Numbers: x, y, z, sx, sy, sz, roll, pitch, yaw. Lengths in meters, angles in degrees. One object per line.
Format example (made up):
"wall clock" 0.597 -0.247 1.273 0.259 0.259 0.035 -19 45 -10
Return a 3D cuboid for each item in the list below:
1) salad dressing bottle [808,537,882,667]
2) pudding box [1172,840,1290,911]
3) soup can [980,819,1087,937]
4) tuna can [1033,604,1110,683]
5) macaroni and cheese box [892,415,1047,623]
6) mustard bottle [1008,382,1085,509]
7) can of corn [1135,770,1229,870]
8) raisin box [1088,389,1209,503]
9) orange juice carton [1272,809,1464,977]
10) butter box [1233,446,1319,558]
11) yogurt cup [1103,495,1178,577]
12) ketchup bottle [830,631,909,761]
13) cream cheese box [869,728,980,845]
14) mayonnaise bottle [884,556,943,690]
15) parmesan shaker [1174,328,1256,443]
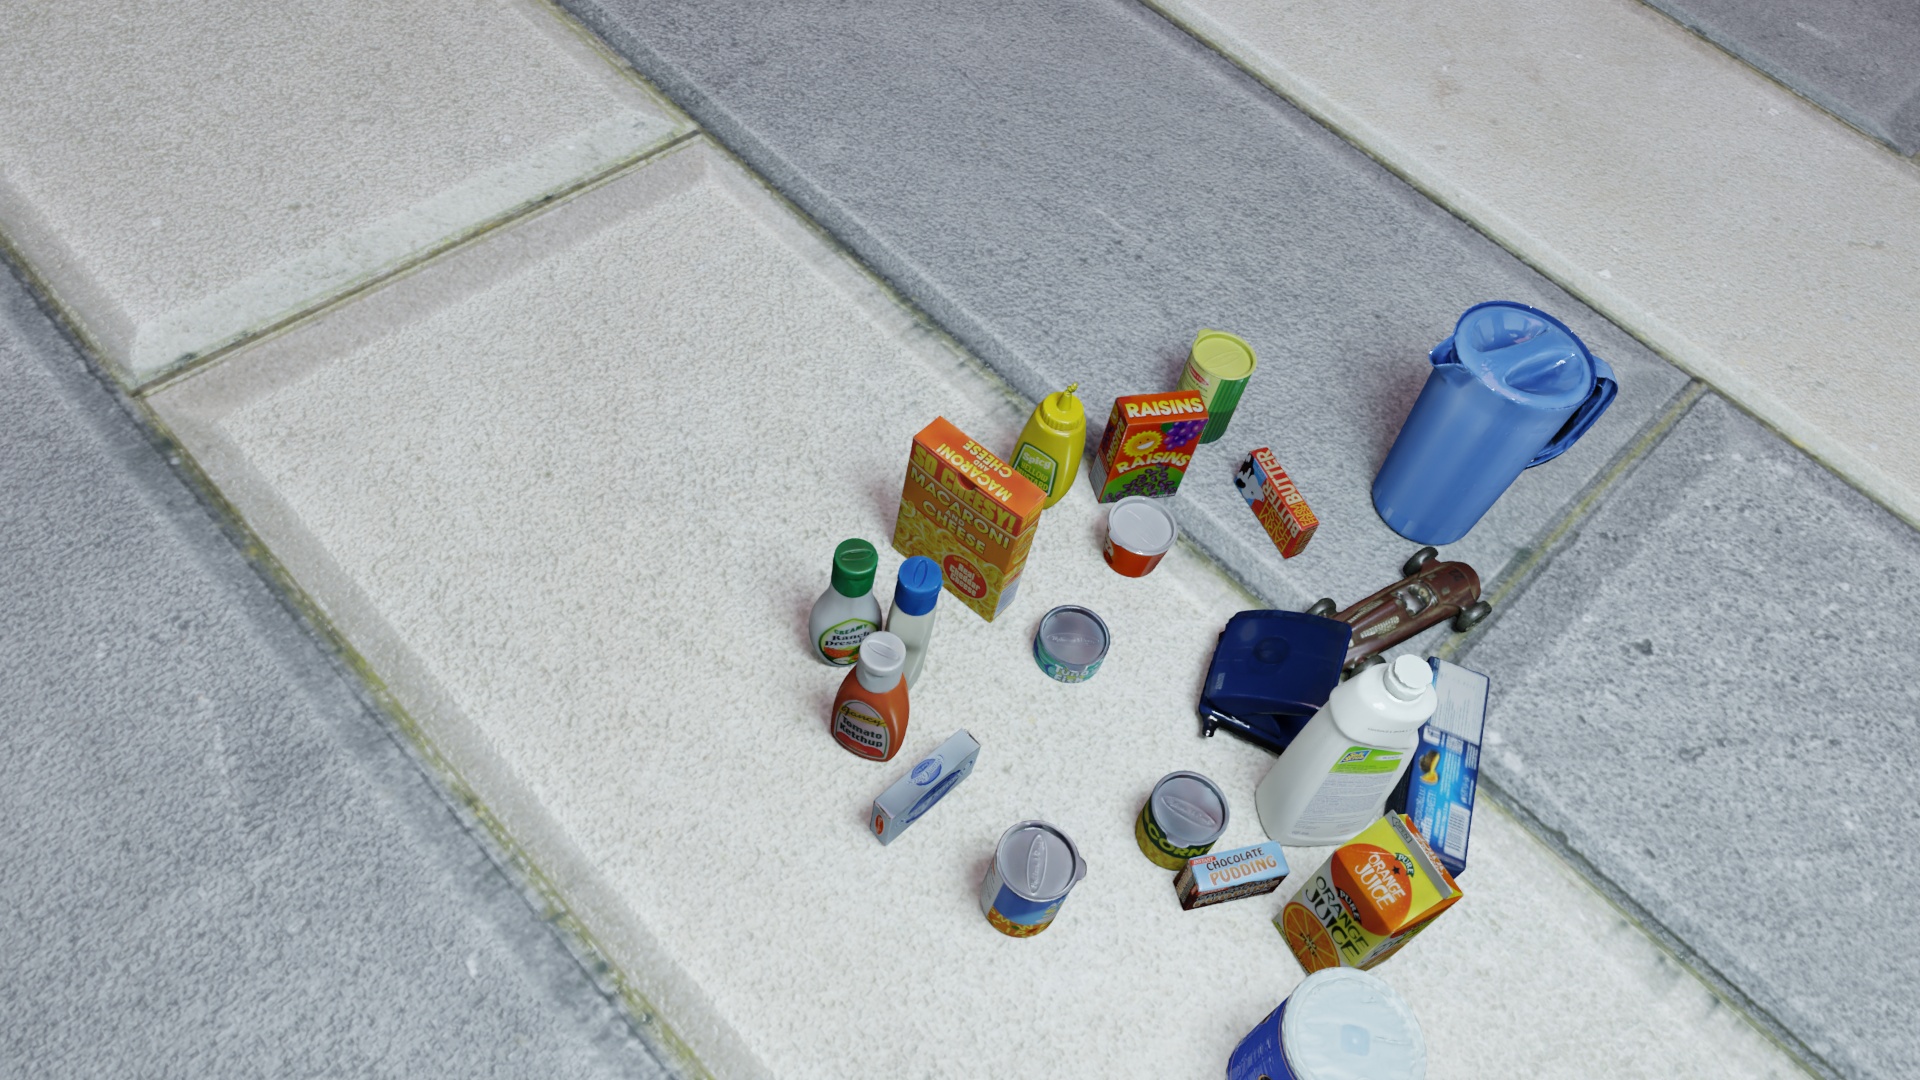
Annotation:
"salad dressing bottle" -0.095 0.053 1.184 0.064 0.146 0.044 -6 56 -14
"pudding box" 0.223 0.275 1.141 0.084 0.049 0.030 -7 56 -15
"soup can" 0.056 0.269 1.095 0.071 0.083 0.072 5 54 -7
"tuna can" 0.100 0.096 1.259 0.071 0.032 0.071 5 54 -7
"macaroni and cheese box" 0.004 -0.016 1.240 0.124 0.165 0.040 37 57 16
"mustard bottle" 0.086 -0.095 1.315 0.065 0.159 0.049 32 56 13
"can of corn" 0.183 0.236 1.157 0.071 0.058 0.071 5 54 -7
"raisin box" 0.182 -0.091 1.351 0.086 0.122 0.040 -6 56 -14
"orange juice carton" 0.317 0.276 1.069 0.073 0.191 0.072 -19 60 -22
"butter box" 0.314 -0.038 1.380 0.024 0.052 0.104 -16 59 -20
"yogurt cup" 0.168 -0.001 1.327 0.072 0.053 0.073 5 54 -7
"ketchup bottle" -0.070 0.126 1.135 0.065 0.148 0.044 24 54 8
"cream cheese box" -0.030 0.203 1.146 0.104 0.053 0.024 -36 68 -29
"mayonnaise bottle" -0.043 0.068 1.182 0.041 0.147 0.065 14 54 0
"parmesan shaker" 0.255 -0.158 1.425 0.071 0.102 0.071 5 54 -7
